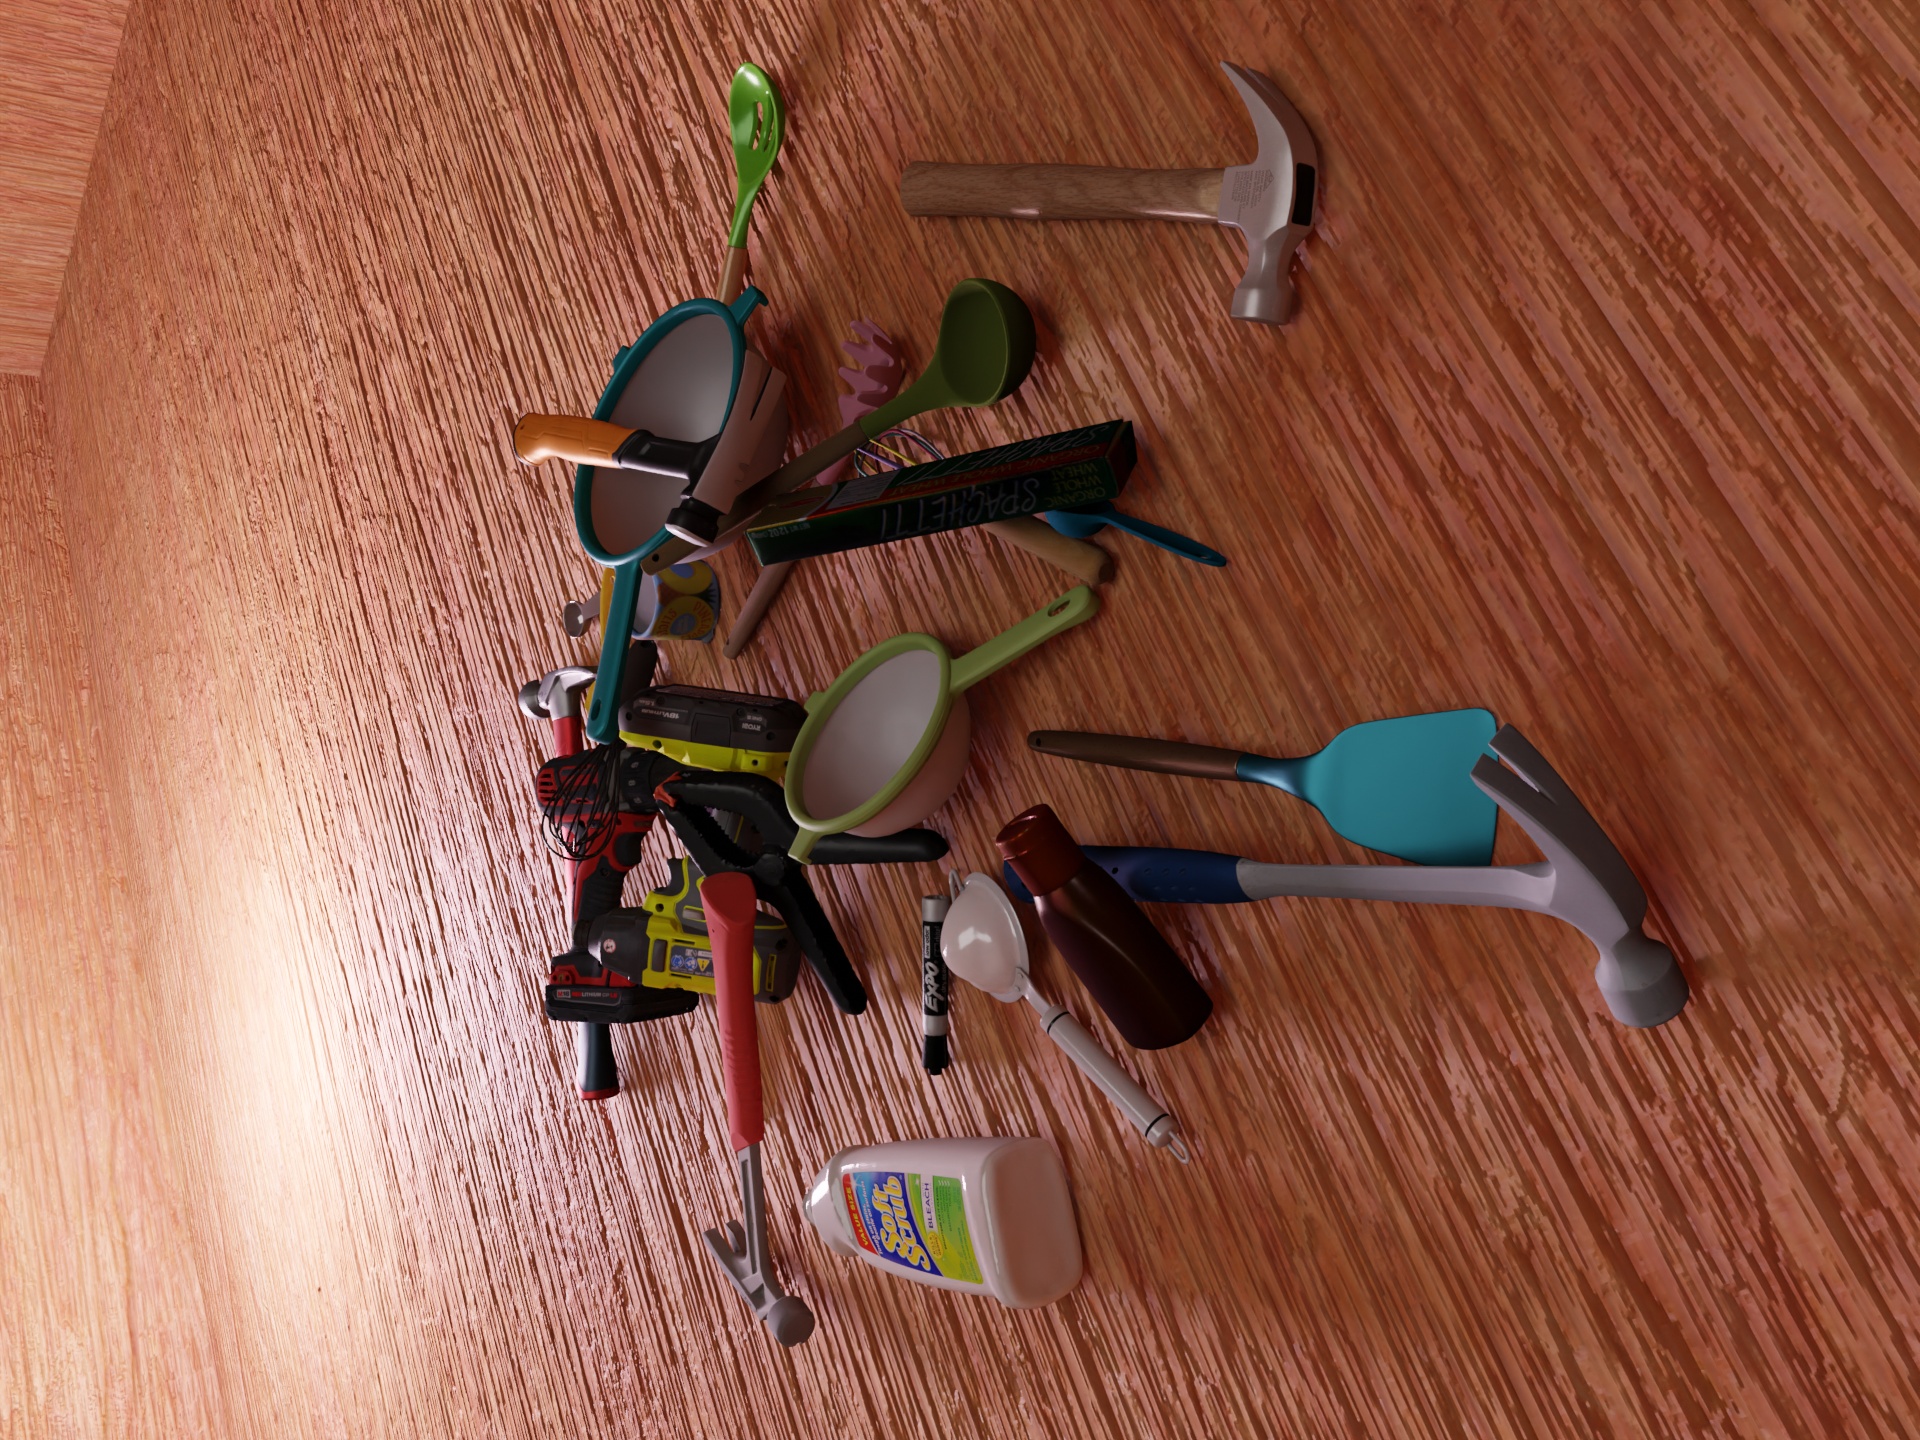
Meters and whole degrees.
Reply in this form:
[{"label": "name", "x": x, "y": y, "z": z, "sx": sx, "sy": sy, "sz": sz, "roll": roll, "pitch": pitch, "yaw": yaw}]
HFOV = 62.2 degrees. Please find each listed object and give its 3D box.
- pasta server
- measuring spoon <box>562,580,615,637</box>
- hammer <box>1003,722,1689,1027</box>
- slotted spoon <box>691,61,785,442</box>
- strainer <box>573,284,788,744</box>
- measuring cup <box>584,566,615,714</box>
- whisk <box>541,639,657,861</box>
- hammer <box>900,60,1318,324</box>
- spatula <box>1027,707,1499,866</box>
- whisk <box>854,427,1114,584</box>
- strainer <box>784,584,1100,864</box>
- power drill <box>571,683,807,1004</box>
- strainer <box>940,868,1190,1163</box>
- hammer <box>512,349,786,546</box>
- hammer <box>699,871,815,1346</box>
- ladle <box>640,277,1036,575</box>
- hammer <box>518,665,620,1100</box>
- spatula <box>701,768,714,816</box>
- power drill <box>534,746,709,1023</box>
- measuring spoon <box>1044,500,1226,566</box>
[{"label": "pasta server", "x": -0.116, "y": -0.156, "z": 1.158, "sx": 0.316, "sy": 0.040, "sz": 0.060, "roll": -55, "pitch": 38, "yaw": 37}, {"label": "measuring spoon", "x": -0.314, "y": -0.105, "z": 1.415, "sx": 0.124, "sy": 0.018, "sz": 0.034, "roll": -22, "pitch": 80, "yaw": 41}, {"label": "hammer", "x": 0.155, "y": 0.077, "z": 0.818, "sx": 0.405, "sy": 0.035, "sz": 0.144, "roll": -5, "pitch": 123, "yaw": 54}, {"label": "slotted spoon", "x": -0.178, "y": -0.341, "z": 1.231, "sx": 0.070, "sy": 0.031, "sz": 0.313, "roll": 35, "pitch": 119, "yaw": 42}, {"label": "strainer", "x": -0.204, "y": -0.139, "z": 1.177, "sx": 0.211, "sy": 0.095, "sz": 0.340, "roll": -7, "pitch": 70, "yaw": 47}, {"label": "measuring cup", "x": -0.290, "y": -0.060, "z": 1.361, "sx": 0.029, "sy": 0.062, "sz": 0.156, "roll": -9, "pitch": 78, "yaw": 31}, {"label": "whisk", "x": -0.283, "y": 0.016, "z": 1.278, "sx": 0.055, "sy": 0.055, "sz": 0.239, "roll": -46, "pitch": 24, "yaw": 41}, {"label": "hammer", "x": 0.073, "y": -0.312, "z": 0.931, "sx": 0.332, "sy": 0.031, "sz": 0.130, "roll": 23, "pitch": 109, "yaw": 47}, {"label": "spatula", "x": 0.146, "y": 0.024, "z": 0.871, "sx": 0.318, "sy": 0.044, "sz": 0.082, "roll": 8, "pitch": 99, "yaw": 54}, {"label": "whisk", "x": 0.008, "y": -0.138, "z": 1.016, "sx": 0.245, "sy": 0.051, "sz": 0.047, "roll": 33, "pitch": 138, "yaw": 39}, {"label": "strainer", "x": -0.002, "y": -0.003, "z": 1.018, "sx": 0.256, "sy": 0.069, "sz": 0.152, "roll": -31, "pitch": 37, "yaw": 28}, {"label": "power drill", "x": -0.198, "y": 0.090, "z": 1.184, "sx": 0.171, "sy": 0.080, "sz": 0.223, "roll": 8, "pitch": 97, "yaw": 7}, {"label": "strainer", "x": 0.052, "y": 0.178, "z": 0.976, "sx": 0.259, "sy": 0.050, "sz": 0.086, "roll": 42, "pitch": 138, "yaw": 36}, {"label": "hammer", "x": -0.241, "y": -0.204, "z": 1.143, "sx": 0.337, "sy": 0.034, "sz": 0.127, "roll": 18, "pitch": 83, "yaw": 51}, {"label": "hammer", "x": -0.161, "y": 0.274, "z": 1.164, "sx": 0.149, "sy": 0.036, "sz": 0.359, "roll": 29, "pitch": 127, "yaw": 54}, {"label": "ladle", "x": -0.088, "y": -0.177, "z": 1.023, "sx": 0.320, "sy": 0.062, "sz": 0.078, "roll": -29, "pitch": 73, "yaw": 20}, {"label": "hammer", "x": -0.332, "y": 0.144, "z": 1.427, "sx": 0.143, "sy": 0.038, "sz": 0.386, "roll": -12, "pitch": 82, "yaw": 48}, {"label": "spatula", "x": -0.178, "y": 0.163, "z": 1.254, "sx": 0.060, "sy": 0.018, "sz": 0.316, "roll": 2, "pitch": 96, "yaw": 19}, {"label": "power drill", "x": -0.269, "y": 0.131, "z": 1.313, "sx": 0.188, "sy": 0.080, "sz": 0.227, "roll": -6, "pitch": 86, "yaw": 34}, {"label": "measuring spoon", "x": 0.099, "y": -0.103, "z": 0.913, "sx": 0.129, "sy": 0.042, "sz": 0.021, "roll": 29, "pitch": 125, "yaw": 38}]
